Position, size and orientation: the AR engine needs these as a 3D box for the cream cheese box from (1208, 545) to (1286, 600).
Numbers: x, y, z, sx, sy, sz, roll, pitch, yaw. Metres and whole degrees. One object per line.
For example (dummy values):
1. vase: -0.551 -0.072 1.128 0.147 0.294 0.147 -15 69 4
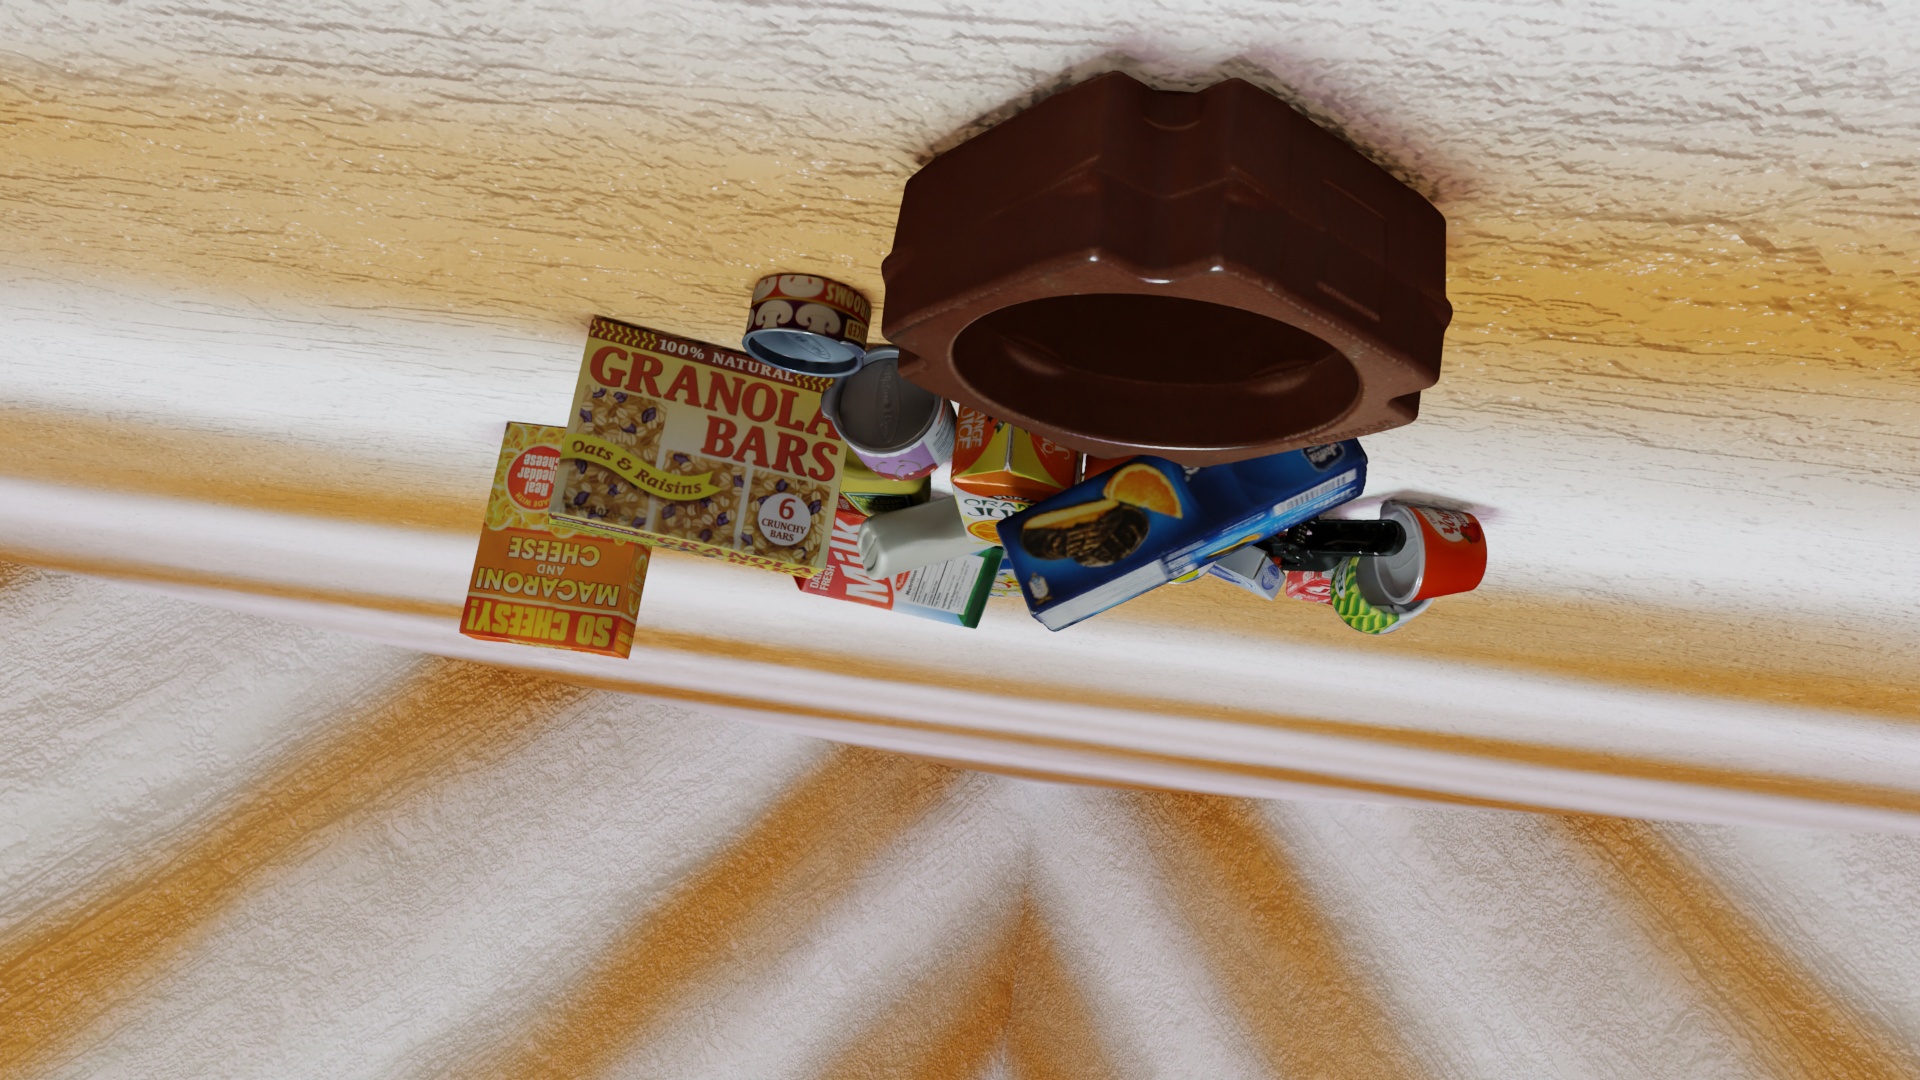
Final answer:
1. cream cheese box: 0.186 0.008 1.028 0.104 0.024 0.053 26 175 35

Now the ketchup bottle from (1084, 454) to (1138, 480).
1. ketchup bottle: 0.158 -0.041 0.889 0.149 0.043 0.064 1 166 24

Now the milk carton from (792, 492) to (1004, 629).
1. milk carton: -0.071 0.006 1.094 0.191 0.073 0.072 13 -162 -21

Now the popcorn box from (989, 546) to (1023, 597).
1. popcorn box: 0.049 0.020 1.203 0.126 0.038 0.085 -3 162 39

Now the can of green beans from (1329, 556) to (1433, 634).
1. can of green beans: 0.318 0.033 1.044 0.071 0.071 0.057 8 165 2

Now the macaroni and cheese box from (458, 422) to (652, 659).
1. macaroni and cheese box: -0.298 0.000 1.057 0.124 0.167 0.040 7 166 7

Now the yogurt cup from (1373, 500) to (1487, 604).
1. yogurt cup: 0.321 0.008 0.946 0.054 0.072 0.072 -2 167 -10

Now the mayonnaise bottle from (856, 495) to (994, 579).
1. mayonnaise bottle: 0.003 -0.012 0.977 0.148 0.041 0.064 -16 166 -19

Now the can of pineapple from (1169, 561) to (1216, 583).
1. can of pineapple: 0.148 -0.008 0.976 0.071 0.071 0.057 4 165 15

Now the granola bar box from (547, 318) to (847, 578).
1. granola bar box: -0.156 -0.054 0.848 0.166 0.124 0.039 13 165 -16

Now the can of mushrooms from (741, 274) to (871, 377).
1. can of mushrooms: -0.080 -0.115 0.751 0.071 0.033 0.071 8 165 2

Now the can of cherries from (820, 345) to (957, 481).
1. can of cherries: -0.041 -0.074 0.823 0.071 0.071 0.058 5 167 12

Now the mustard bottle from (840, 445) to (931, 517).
1. mustard bottle: -0.049 -0.040 0.998 0.065 0.049 0.160 3 165 9

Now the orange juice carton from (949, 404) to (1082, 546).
1. orange juice carton: 0.037 -0.051 0.856 0.073 0.072 0.192 6 166 7

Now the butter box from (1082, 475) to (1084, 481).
1. butter box: 0.087 -0.015 1.011 0.024 0.053 0.103 10 166 -15
